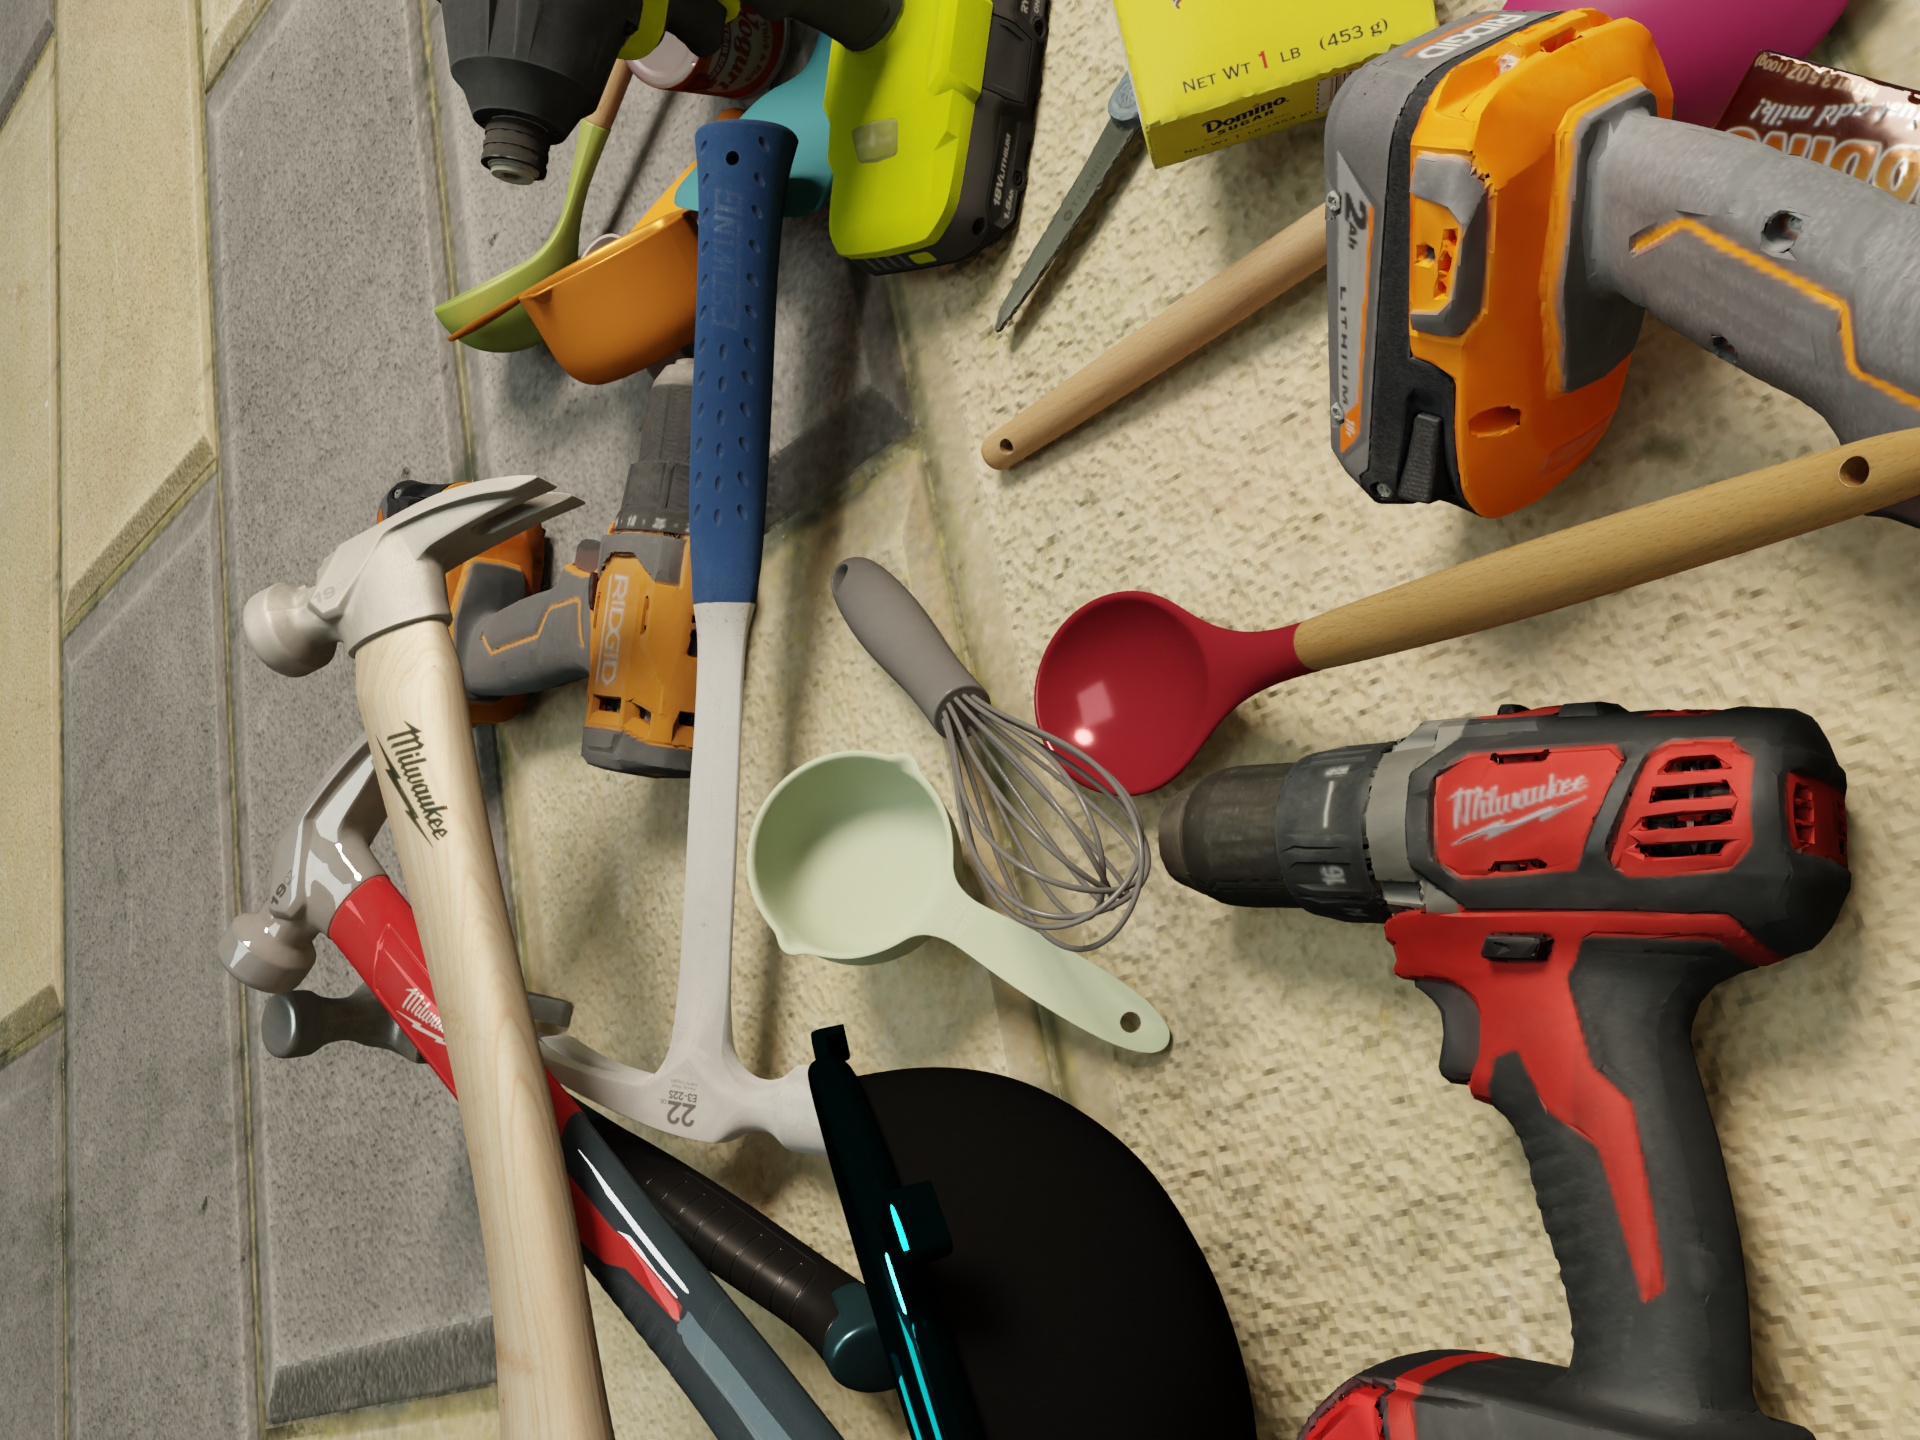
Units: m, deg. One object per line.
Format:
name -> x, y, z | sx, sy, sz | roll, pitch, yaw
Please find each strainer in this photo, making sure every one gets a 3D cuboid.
strainer -> 0.047, 0.249, 0.469 | 0.211, 0.095, 0.340 | -174, 67, -79

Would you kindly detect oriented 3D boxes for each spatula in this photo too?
spatula -> -0.047, -0.366, 0.686 | 0.082, 0.044, 0.317 | 15, 93, 31

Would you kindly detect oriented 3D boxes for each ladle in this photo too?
ladle -> -0.180, -0.323, 0.778 | 0.320, 0.062, 0.078 | -61, 10, 24
ladle -> 0.112, -0.027, 0.434 | 0.315, 0.031, 0.069 | -18, 78, 61

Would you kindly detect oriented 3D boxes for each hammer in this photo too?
hammer -> -0.162, 0.111, 0.572 | 0.146, 0.038, 0.411 | -23, 72, 17
hammer -> -0.148, 0.182, 0.665 | 0.331, 0.128, 0.033 | 21, 99, 35
hammer -> -0.102, -0.036, 0.643 | 0.144, 0.035, 0.405 | 2, 88, 19
hammer -> -0.138, 0.156, 0.593 | 0.387, 0.038, 0.143 | 42, 99, 24

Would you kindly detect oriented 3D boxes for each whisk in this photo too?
whisk -> -0.001, -0.001, 0.568 | 0.055, 0.055, 0.239 | -61, 36, 18

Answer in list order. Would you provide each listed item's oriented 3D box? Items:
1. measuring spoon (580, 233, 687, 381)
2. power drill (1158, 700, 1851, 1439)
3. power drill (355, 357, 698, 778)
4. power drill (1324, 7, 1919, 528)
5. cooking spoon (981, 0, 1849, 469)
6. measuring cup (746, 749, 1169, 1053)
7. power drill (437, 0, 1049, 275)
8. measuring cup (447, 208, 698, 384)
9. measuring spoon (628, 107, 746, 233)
measuring spoon -> -0.154, -0.194, 0.786 | 0.034, 0.018, 0.124 | -42, 63, 16
power drill -> 0.132, 0.109, 0.422 | 0.188, 0.080, 0.227 | -6, 77, 43
power drill -> -0.189, -0.074, 0.755 | 0.226, 0.084, 0.185 | 7, 89, 40
power drill -> 0.194, -0.072, 0.362 | 0.227, 0.084, 0.164 | 32, 144, 43
cooking spoon -> 0.117, -0.155, 0.502 | 0.319, 0.017, 0.068 | -27, 98, 42
measuring cup -> 0.001, 0.073, 0.568 | 0.168, 0.038, 0.083 | 29, 80, 17
power drill -> -0.075, -0.249, 0.569 | 0.080, 0.223, 0.171 | 7, 88, 45
measuring cup -> -0.181, -0.186, 0.753 | 0.174, 0.095, 0.052 | -9, 120, 41
measuring spoon -> -0.143, -0.251, 0.771 | 0.117, 0.011, 0.021 | -43, 59, 19
